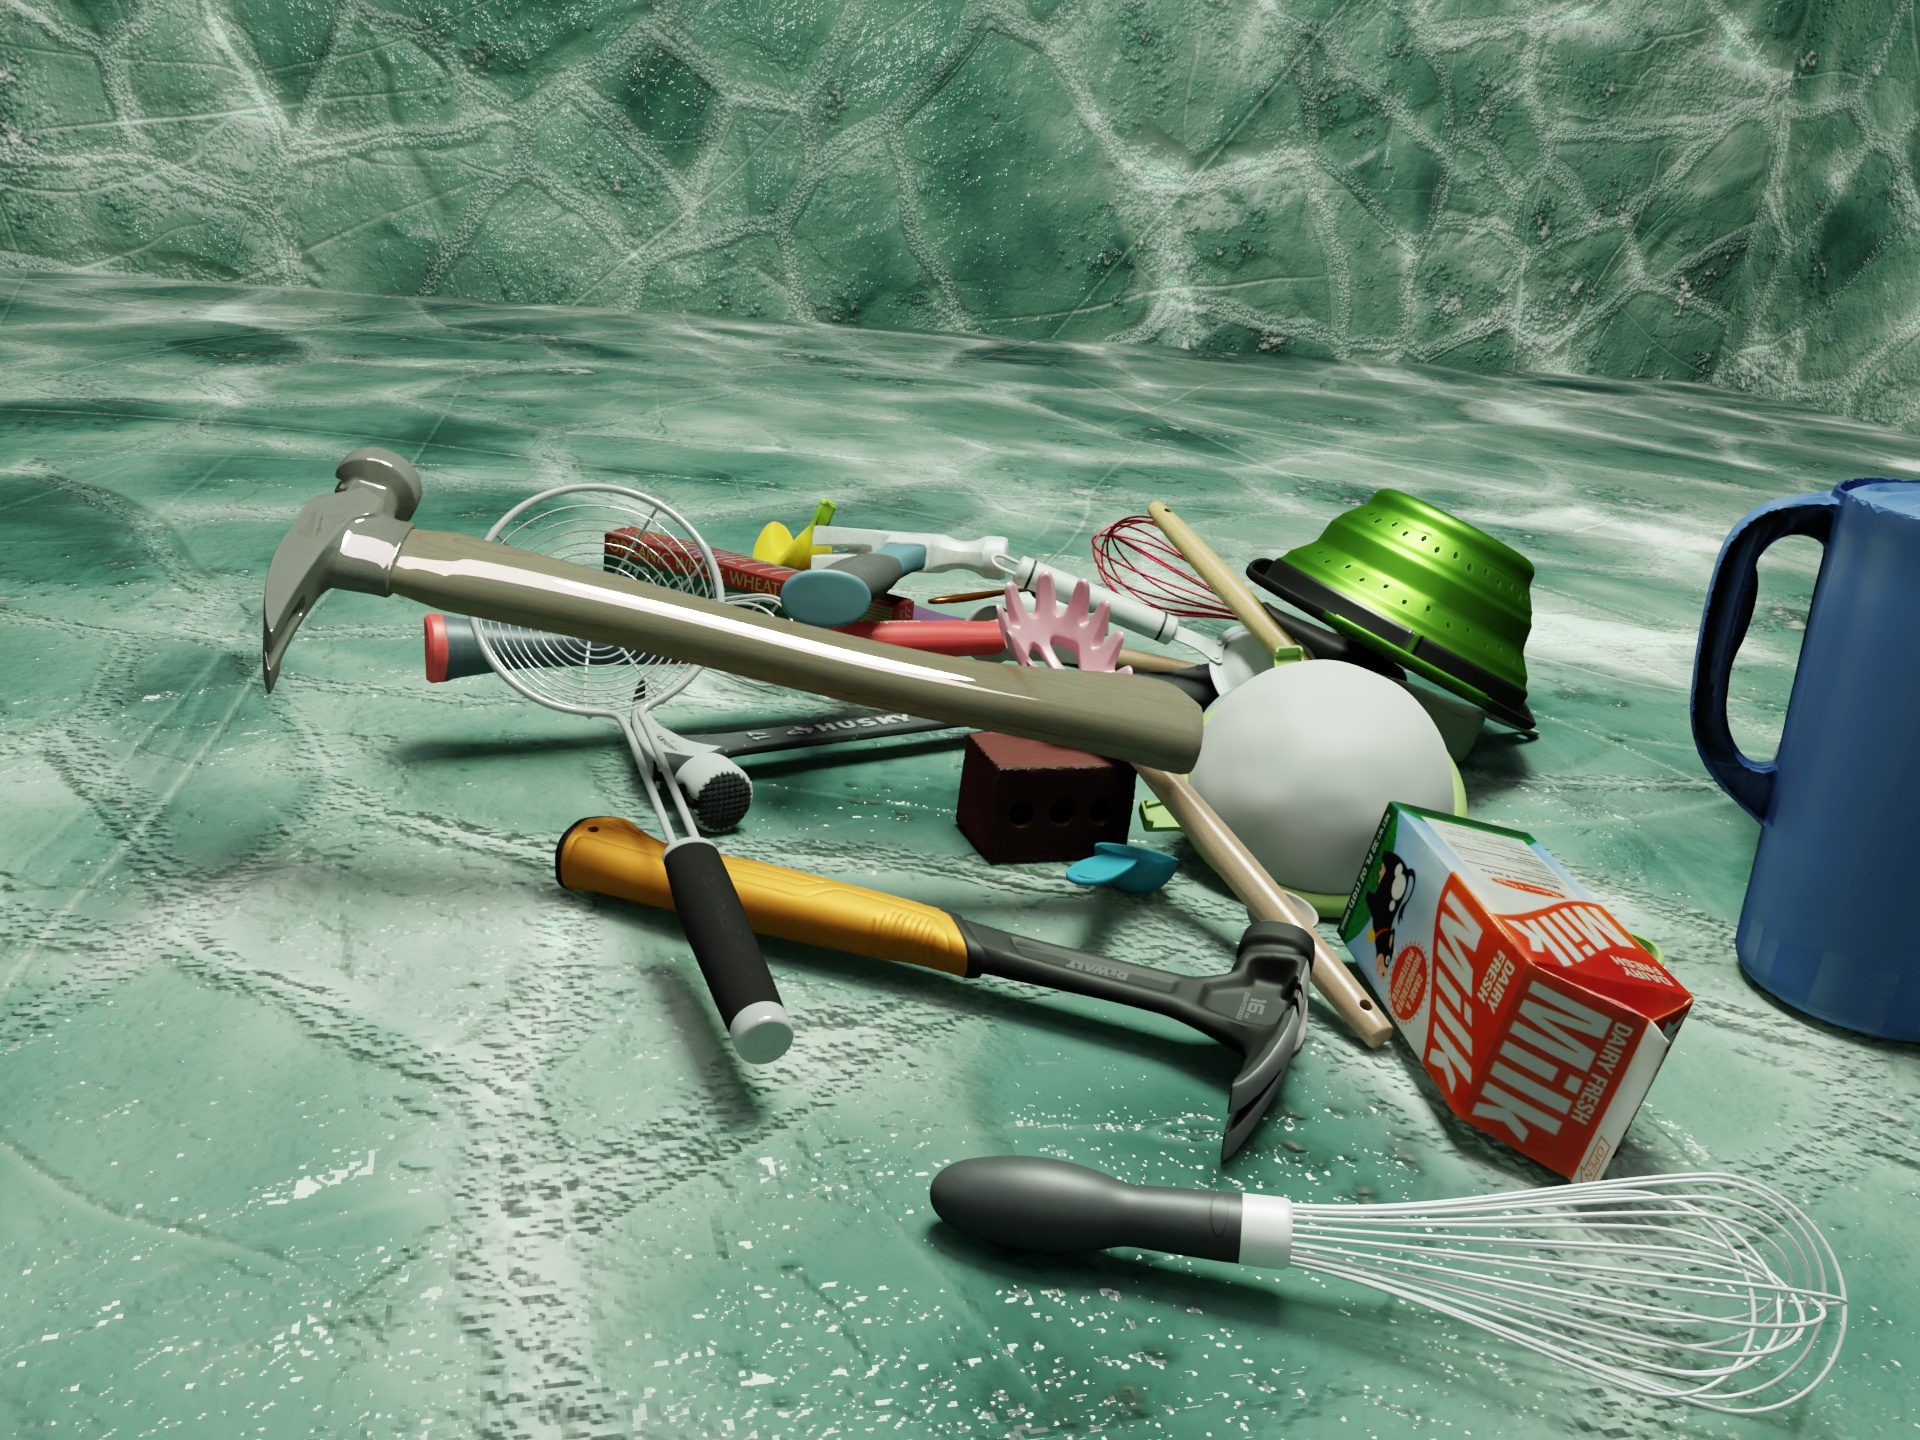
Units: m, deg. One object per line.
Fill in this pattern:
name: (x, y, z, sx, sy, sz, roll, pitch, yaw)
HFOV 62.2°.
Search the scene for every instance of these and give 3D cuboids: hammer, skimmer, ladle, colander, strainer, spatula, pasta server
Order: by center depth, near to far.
hammer: (-0.026, 0.094, 0.676, 0.337, 0.034, 0.127, 11, 26, 17)
skimmer: (-0.137, 0.003, 0.702, 0.127, 0.090, 0.364, -11, 33, -18)
hammer: (-0.088, -0.027, 0.707, 0.410, 0.038, 0.146, 12, 37, -9)
pasta server: (0.106, 0.032, 0.765, 0.060, 0.040, 0.317, -18, 46, -20)
strainer: (0.226, 0.044, 0.779, 0.256, 0.069, 0.151, 30, 57, 25)
hammer: (-0.103, -0.045, 0.908, 0.386, 0.038, 0.143, -3, 6, -29)
hammer: (-0.002, -0.003, 0.950, 0.408, 0.036, 0.149, -7, 23, -33)
hammer: (-0.049, -0.090, 0.954, 0.128, 0.033, 0.331, 5, 11, 6)
ladle: (0.198, -0.043, 0.970, 0.069, 0.031, 0.316, -5, 42, -31)
strainer: (0.139, -0.055, 1.012, 0.258, 0.050, 0.087, 22, 52, -3)
colander: (0.305, -0.094, 1.086, 0.204, 0.094, 0.397, 29, 11, 5)
spatula: (0.029, -0.059, 1.129, 0.316, 0.018, 0.060, 12, 24, 19)

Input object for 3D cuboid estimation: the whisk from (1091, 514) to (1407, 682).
whisk: (0.211, -0.086, 1.204, 0.073, 0.073, 0.296, -14, 35, -42)

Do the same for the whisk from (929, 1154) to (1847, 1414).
whisk: (0.130, 0.166, 0.508, 0.284, 0.070, 0.070, 5, 20, 10)

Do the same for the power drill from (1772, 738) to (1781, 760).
power drill: (0.596, 0.042, 0.941, 0.185, 0.084, 0.226, 25, 23, 38)

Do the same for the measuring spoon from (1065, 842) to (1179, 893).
measuring spoon: (0.070, 0.075, 0.741, 0.042, 0.021, 0.128, 11, 5, 19)

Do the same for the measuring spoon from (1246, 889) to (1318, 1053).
measuring spoon: (0.142, 0.114, 0.712, 0.034, 0.018, 0.124, 16, 28, 3)

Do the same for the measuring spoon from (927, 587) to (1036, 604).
measuring spoon: (0.022, -0.078, 1.028, 0.021, 0.011, 0.117, 3, 10, 44)

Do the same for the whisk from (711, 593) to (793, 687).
whisk: (-0.199, -0.068, 1.049, 0.246, 0.059, 0.057, 13, 9, 31)

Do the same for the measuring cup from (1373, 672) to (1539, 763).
measuring cup: (0.319, 0.008, 1.023, 0.167, 0.038, 0.083, 11, 15, -39)
